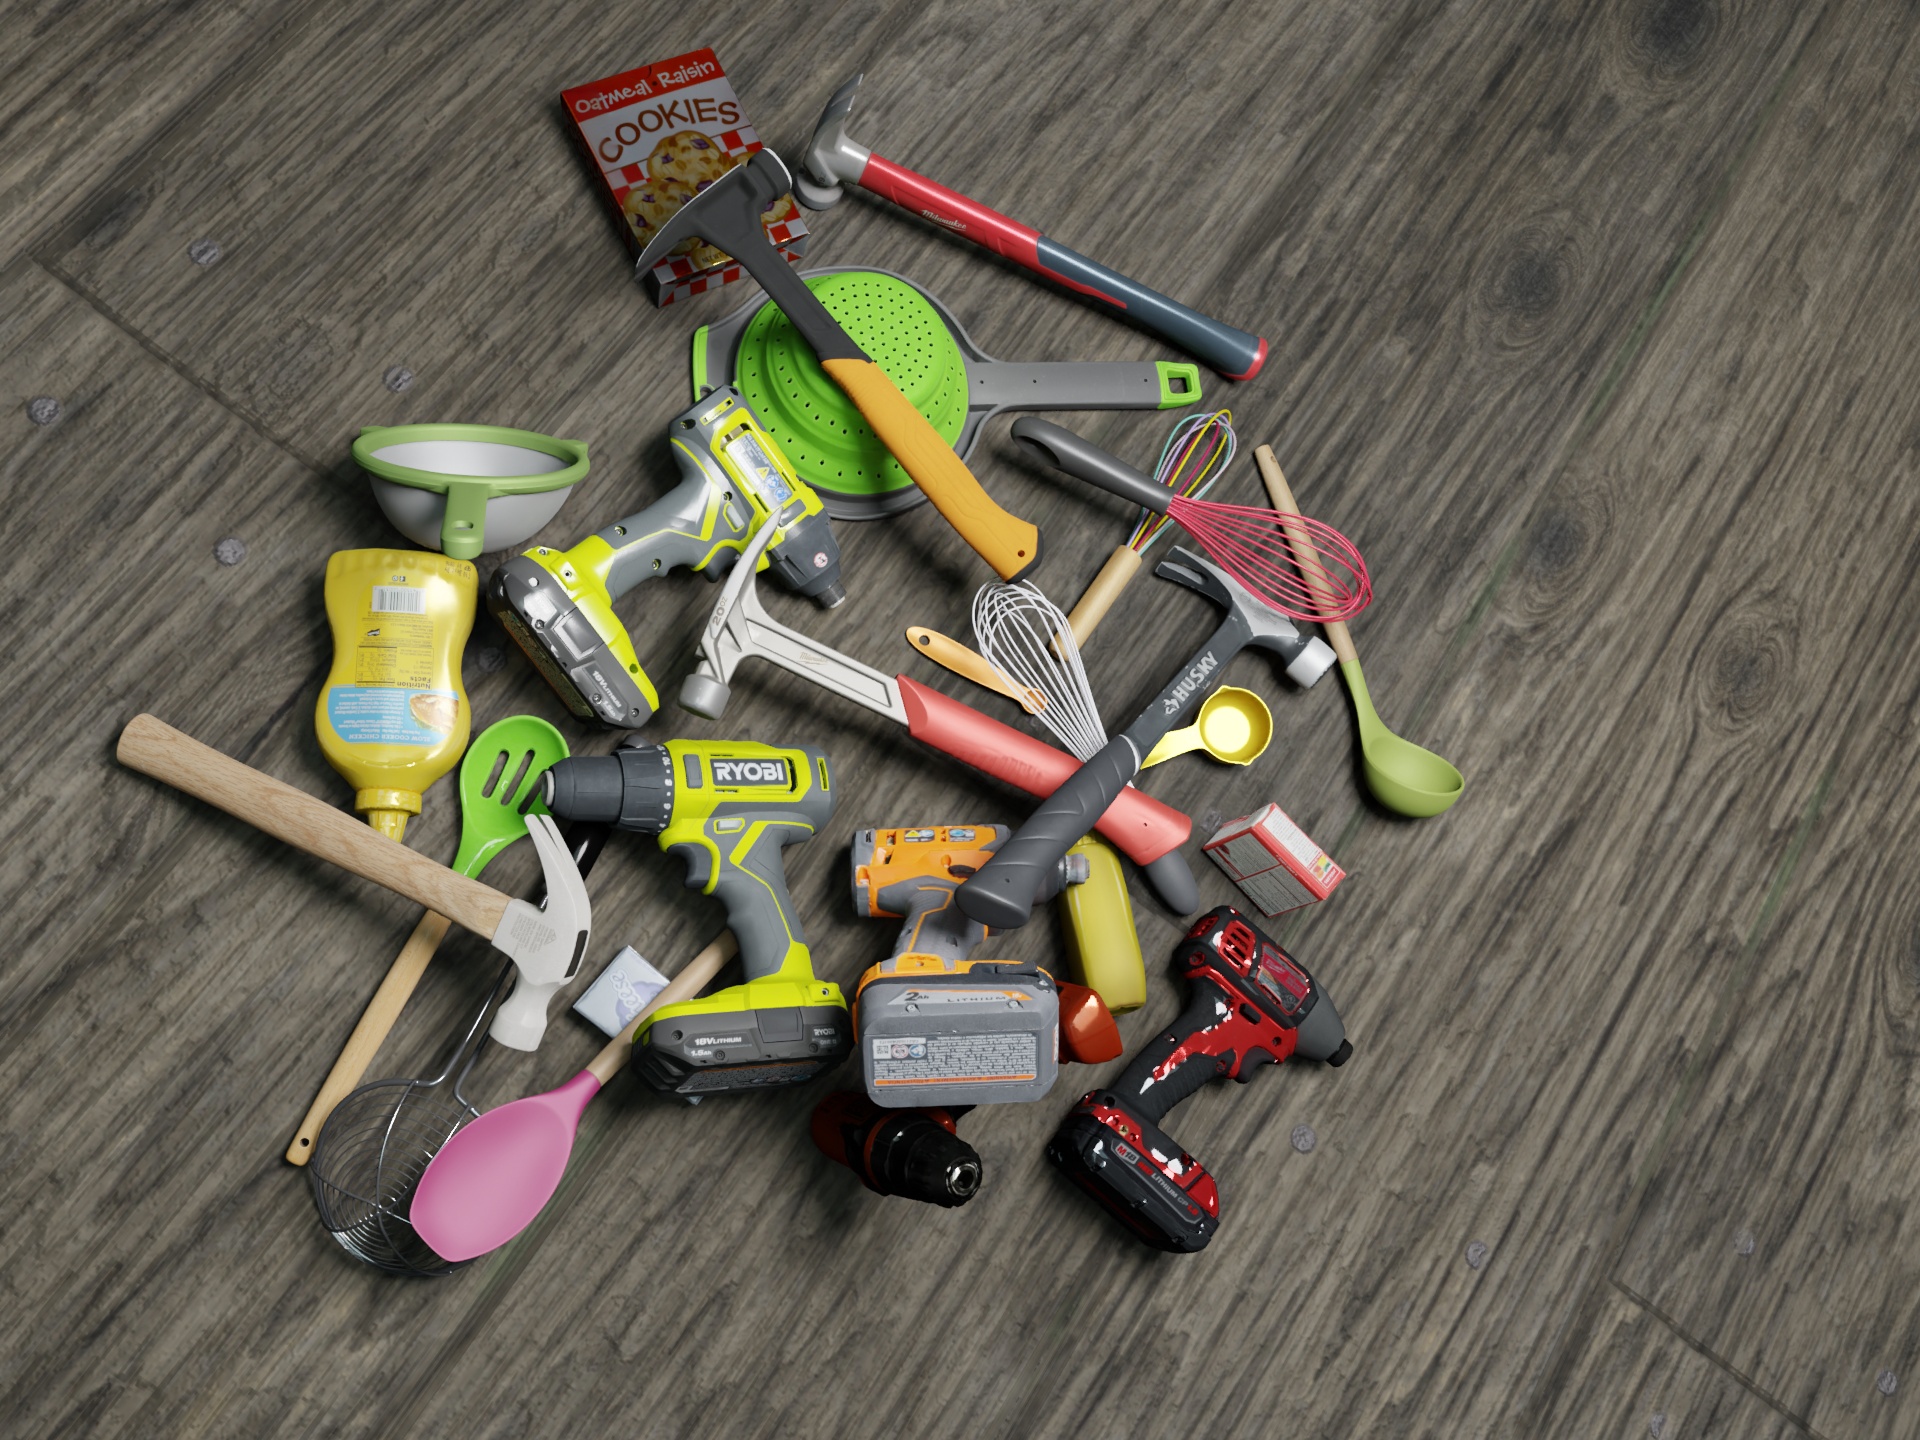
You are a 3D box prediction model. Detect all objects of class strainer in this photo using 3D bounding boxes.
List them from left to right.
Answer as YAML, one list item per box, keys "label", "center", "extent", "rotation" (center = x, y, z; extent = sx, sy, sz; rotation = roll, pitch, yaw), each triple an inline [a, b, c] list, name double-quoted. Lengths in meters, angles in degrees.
- label: "strainer"
  center: [-0.313, -0.127, 1.013]
  extent: [0.151, 0.257, 0.069]
  rotation: [1, 114, -15]

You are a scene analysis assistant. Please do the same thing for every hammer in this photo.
- label: "hammer"
  center: [-0.377, 0.074, 0.982]
  extent: [0.331, 0.031, 0.130]
  rotation: [24, 90, 10]
- label: "hammer"
  center: [-0.069, -0.222, 1.082]
  extent: [0.127, 0.034, 0.337]
  rotation: [-43, 96, -13]
- label: "hammer"
  center: [-0.002, -0.003, 1.083]
  extent: [0.359, 0.037, 0.149]
  rotation: [25, 79, -10]
- label: "hammer"
  center: [0.067, -0.359, 1.204]
  extent: [0.386, 0.143, 0.038]
  rotation: [22, 75, -13]
- label: "hammer"
  center: [0.118, 0.009, 1.083]
  extent: [0.149, 0.036, 0.409]
  rotation: [41, 47, 7]

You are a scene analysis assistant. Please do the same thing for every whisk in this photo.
- label: "whisk"
  center: [0.096, 0.020, 1.144]
  extent: [0.070, 0.070, 0.284]
  rotation: [-35, 97, -19]
- label: "whisk"
  center: [0.140, -0.145, 1.212]
  extent: [0.051, 0.047, 0.245]
  rotation: [37, 74, -4]
- label: "whisk"
  center: [0.171, -0.152, 1.172]
  extent: [0.296, 0.073, 0.073]
  rotation: [26, 72, -3]

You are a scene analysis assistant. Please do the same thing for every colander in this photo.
- label: "colander"
  center: [0.006, -0.262, 1.177]
  extent: [0.397, 0.094, 0.205]
  rotation: [-4, 78, -15]

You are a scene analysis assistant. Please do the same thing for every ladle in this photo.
- label: "ladle"
  center: [0.299, -0.074, 1.229]
  extent: [0.078, 0.062, 0.320]
  rotation: [-10, 75, -41]

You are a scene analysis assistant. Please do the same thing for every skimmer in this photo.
- label: "skimmer"
  center: [-0.289, 0.174, 1.031]
  extent: [0.127, 0.090, 0.363]
  rotation: [22, 62, 3]

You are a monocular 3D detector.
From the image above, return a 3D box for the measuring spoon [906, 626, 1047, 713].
- label: "measuring spoon"
  center: [0.011, -0.037, 1.171]
  extent: [0.117, 0.011, 0.021]
  rotation: [29, 71, -2]

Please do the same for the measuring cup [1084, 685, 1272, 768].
- label: "measuring cup"
  center: [0.156, 0.019, 1.189]
  extent: [0.156, 0.029, 0.062]
  rotation: [-16, 84, -5]

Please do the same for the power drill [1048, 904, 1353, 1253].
- label: "power drill"
  center: [0.175, 0.252, 1.108]
  extent: [0.143, 0.078, 0.220]
  rotation: [41, 68, -2]

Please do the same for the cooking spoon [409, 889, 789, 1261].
- label: "cooking spoon"
  center: [-0.214, 0.208, 1.004]
  extent: [0.068, 0.017, 0.319]
  rotation: [50, 55, -6]

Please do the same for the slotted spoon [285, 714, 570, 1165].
- label: "slotted spoon"
  center: [-0.346, 0.138, 1.027]
  extent: [0.070, 0.031, 0.314]
  rotation: [28, 73, -6]

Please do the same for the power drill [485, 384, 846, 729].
- label: "power drill"
  center: [-0.192, -0.099, 1.089]
  extent: [0.223, 0.080, 0.171]
  rotation: [-42, 109, -22]

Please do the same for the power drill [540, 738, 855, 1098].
- label: "power drill"
  center: [-0.164, 0.117, 1.017]
  extent: [0.190, 0.080, 0.229]
  rotation: [2, 62, -28]

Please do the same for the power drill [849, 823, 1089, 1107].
- label: "power drill"
  center: [0.010, 0.142, 1.015]
  extent: [0.164, 0.227, 0.084]
  rotation: [-2, 118, -2]
